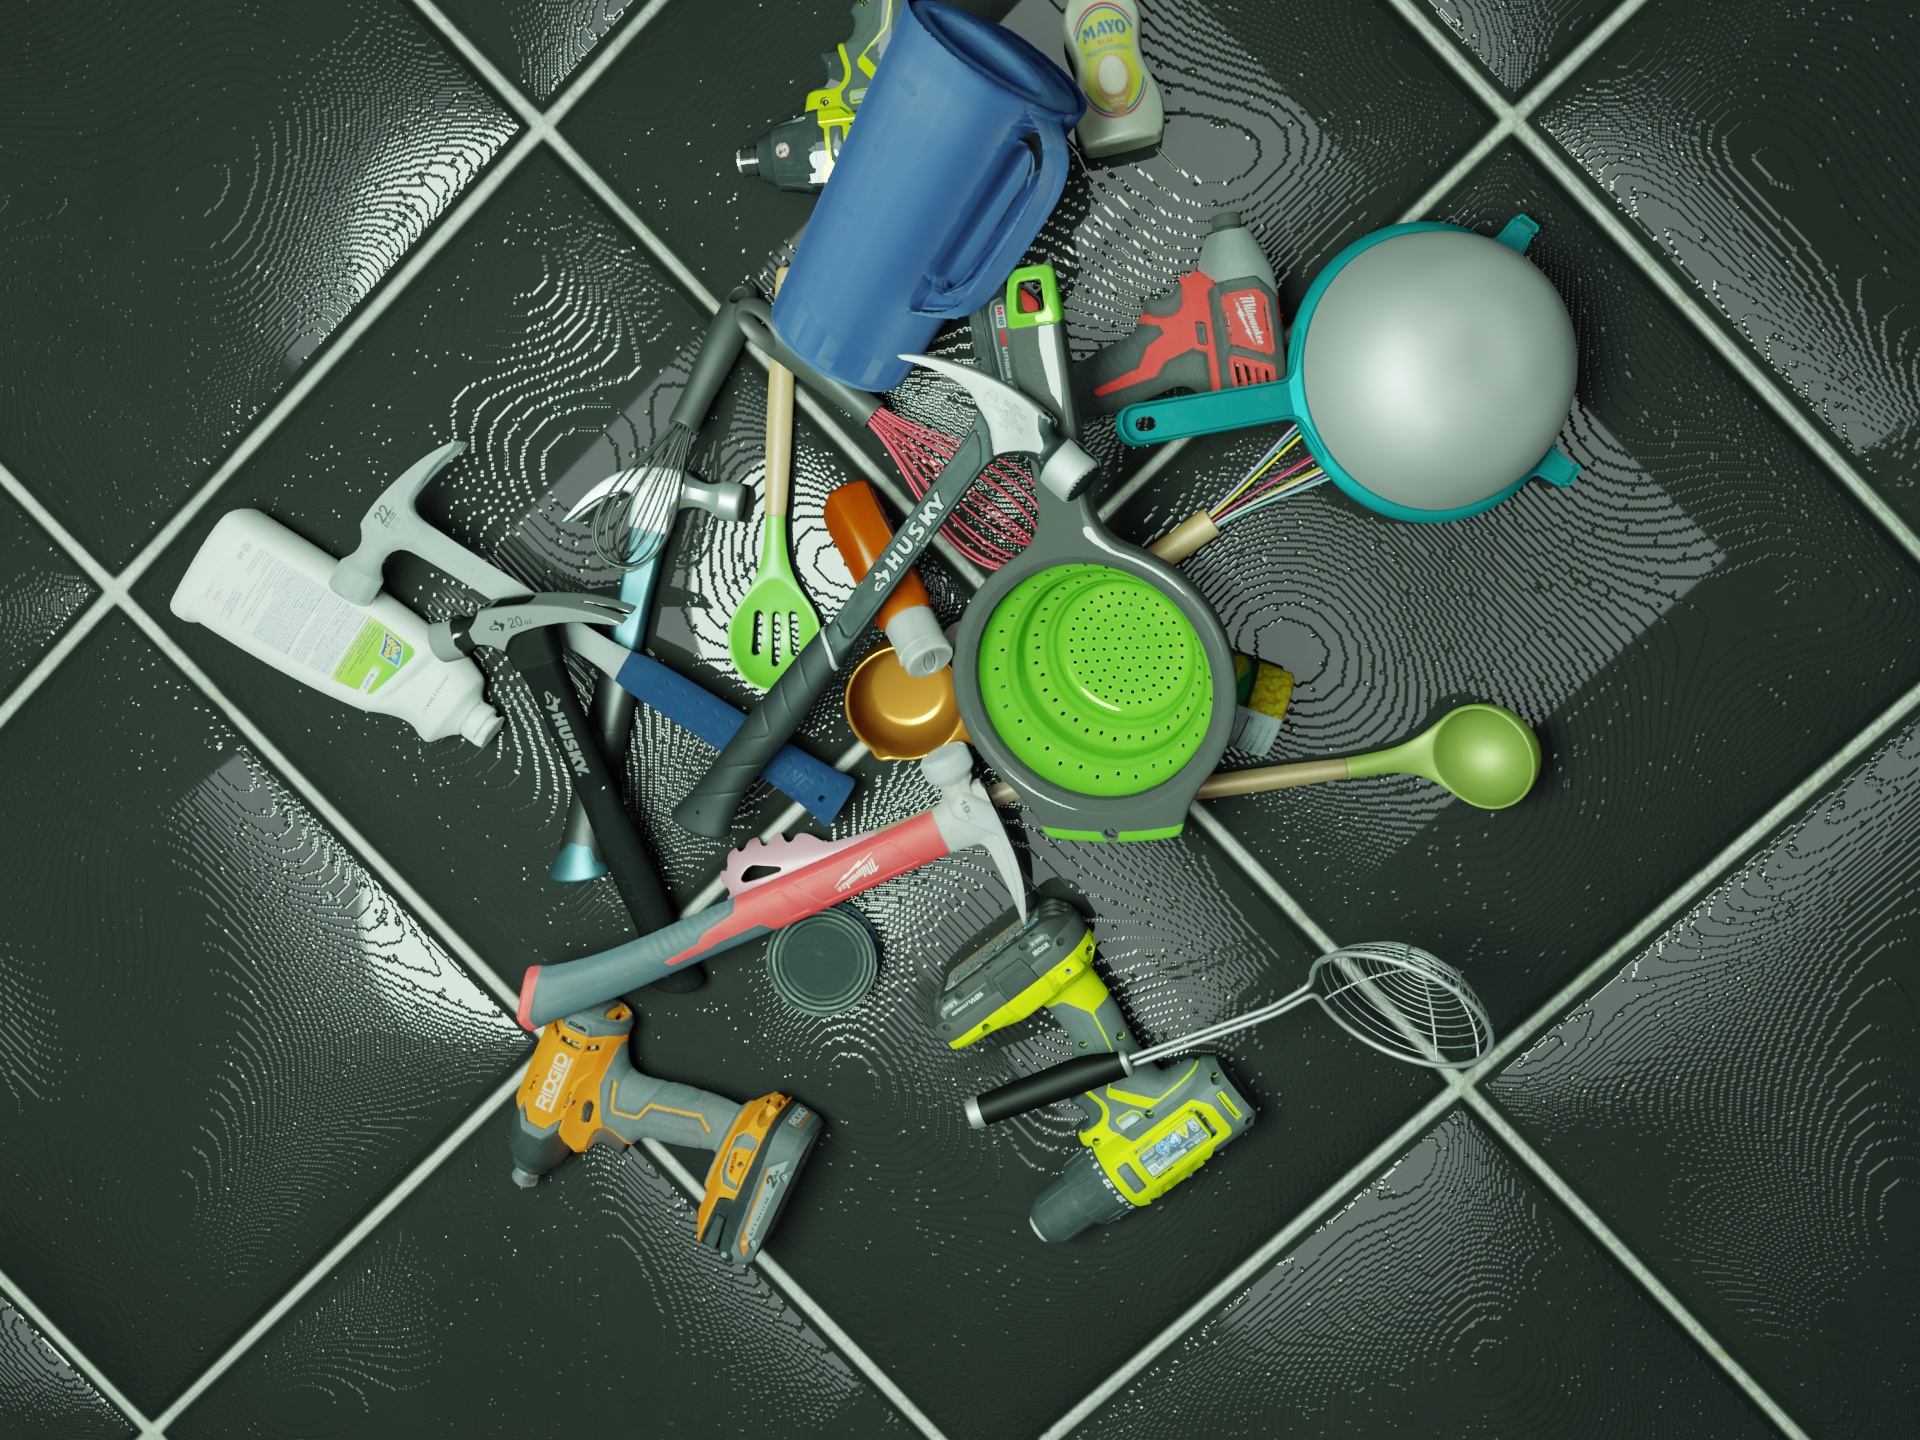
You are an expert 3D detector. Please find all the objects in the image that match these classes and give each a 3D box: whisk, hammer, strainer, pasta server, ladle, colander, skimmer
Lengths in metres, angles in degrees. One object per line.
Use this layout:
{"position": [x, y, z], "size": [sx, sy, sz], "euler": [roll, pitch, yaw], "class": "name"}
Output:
{"position": [0.203, -0.155, 1.157], "size": [0.245, 0.047, 0.051], "euler": [-35, 83, 12], "class": "whisk"}
{"position": [-0.144, 0.155, 1.177], "size": [0.386, 0.038, 0.143], "euler": [-24, 105, 4], "class": "hammer"}
{"position": [-0.048, -0.208, 1.154], "size": [0.296, 0.073, 0.073], "euler": [40, 98, 0], "class": "whisk"}
{"position": [-0.260, -0.032, 1.215], "size": [0.128, 0.033, 0.331], "euler": [14, 97, 3], "class": "hammer"}
{"position": [0.276, -0.230, 1.066], "size": [0.340, 0.095, 0.211], "euler": [-12, 93, -11], "class": "strainer"}
{"position": [-0.260, 0.060, 1.176], "size": [0.146, 0.035, 0.334], "euler": [-13, 113, 14], "class": "hammer"}
{"position": [-0.036, 0.079, 1.212], "size": [0.316, 0.040, 0.060], "euler": [-20, 94, 3], "class": "pasta server"}
{"position": [-0.205, -0.216, 1.163], "size": [0.055, 0.055, 0.239], "euler": [23, 80, 2], "class": "whisk"}
{"position": [0.257, 0.042, 1.165], "size": [0.320, 0.062, 0.078], "euler": [-8, 102, 9], "class": "ladle"}
{"position": [-0.082, -0.068, 1.094], "size": [0.149, 0.036, 0.409], "euler": [44, 113, 10], "class": "hammer"}
{"position": [0.091, -0.115, 1.102], "size": [0.204, 0.094, 0.397], "euler": [-2, 109, 25], "class": "colander"}
{"position": [0.179, 0.241, 1.105], "size": [0.363, 0.090, 0.127], "euler": [-21, 131, 8], "class": "skimmer"}
{"position": [-0.255, -0.051, 1.175], "size": [0.405, 0.035, 0.144], "euler": [32, 97, -5], "class": "hammer"}

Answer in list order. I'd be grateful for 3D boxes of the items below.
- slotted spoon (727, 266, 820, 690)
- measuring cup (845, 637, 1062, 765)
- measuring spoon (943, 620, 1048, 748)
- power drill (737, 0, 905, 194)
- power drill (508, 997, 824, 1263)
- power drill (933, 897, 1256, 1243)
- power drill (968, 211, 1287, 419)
{"position": [-0.135, -0.179, 1.191], "size": [0.070, 0.031, 0.314], "euler": [2, 95, -1], "class": "slotted spoon"}
{"position": [-0.002, -0.004, 1.187], "size": [0.173, 0.052, 0.095], "euler": [22, 106, -9], "class": "measuring cup"}
{"position": [0.028, -0.021, 1.197], "size": [0.034, 0.018, 0.124], "euler": [-35, 93, 8], "class": "measuring spoon"}
{"position": [-0.083, -0.491, 1.127], "size": [0.171, 0.080, 0.223], "euler": [-4, 99, 5], "class": "power drill"}
{"position": [-0.238, 0.325, 1.231], "size": [0.226, 0.084, 0.164], "euler": [26, 98, 6], "class": "power drill"}
{"position": [0.083, 0.268, 1.196], "size": [0.190, 0.080, 0.228], "euler": [-38, 94, 8], "class": "power drill"}
{"position": [0.119, -0.276, 1.133], "size": [0.219, 0.078, 0.143], "euler": [-8, 96, 3], "class": "power drill"}
